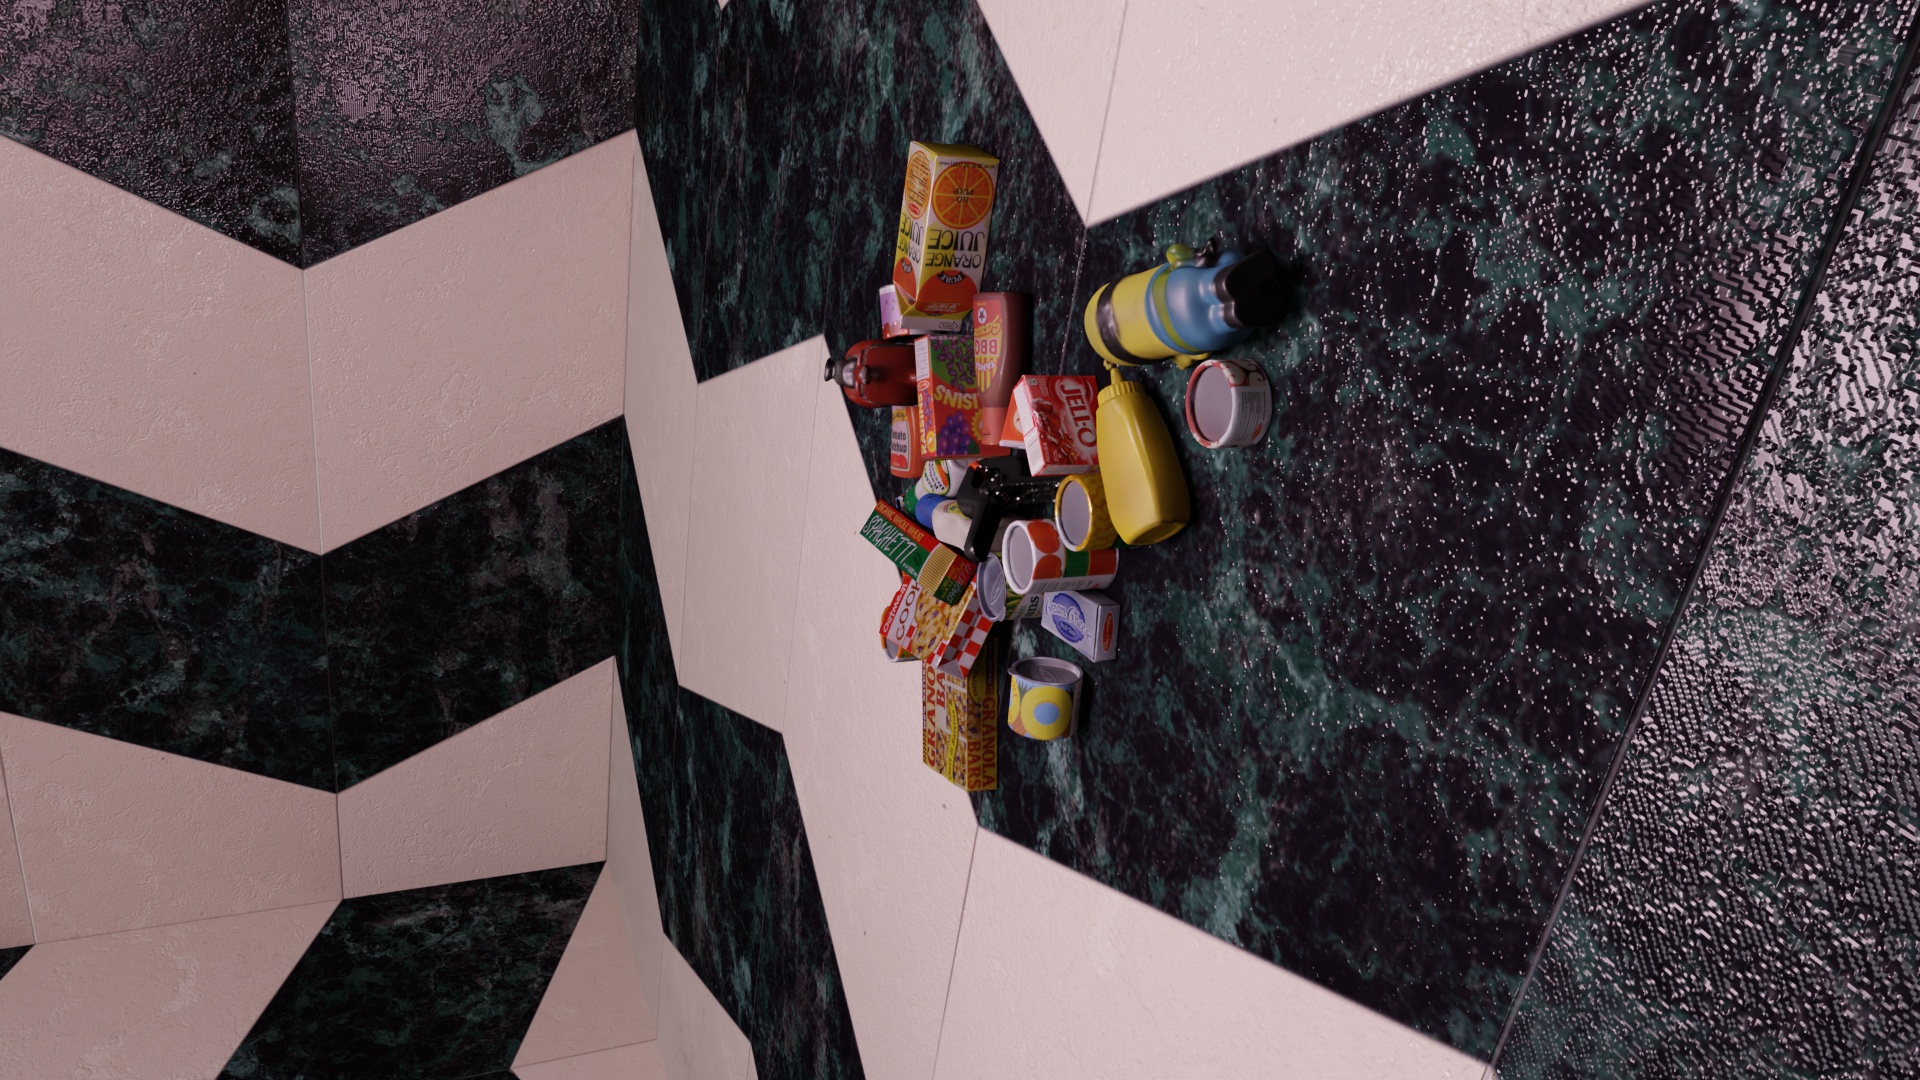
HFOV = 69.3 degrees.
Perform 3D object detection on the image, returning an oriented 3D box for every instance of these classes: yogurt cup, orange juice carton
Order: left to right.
[{"bbox_3d":[-0.019,-0.310,1.441,0.073,0.072,0.191,-131,44,-54],"label":"orange juice carton"},{"bbox_3d":[0.072,-0.109,1.273,0.072,0.072,0.054,-168,84,-65],"label":"yogurt cup"}]

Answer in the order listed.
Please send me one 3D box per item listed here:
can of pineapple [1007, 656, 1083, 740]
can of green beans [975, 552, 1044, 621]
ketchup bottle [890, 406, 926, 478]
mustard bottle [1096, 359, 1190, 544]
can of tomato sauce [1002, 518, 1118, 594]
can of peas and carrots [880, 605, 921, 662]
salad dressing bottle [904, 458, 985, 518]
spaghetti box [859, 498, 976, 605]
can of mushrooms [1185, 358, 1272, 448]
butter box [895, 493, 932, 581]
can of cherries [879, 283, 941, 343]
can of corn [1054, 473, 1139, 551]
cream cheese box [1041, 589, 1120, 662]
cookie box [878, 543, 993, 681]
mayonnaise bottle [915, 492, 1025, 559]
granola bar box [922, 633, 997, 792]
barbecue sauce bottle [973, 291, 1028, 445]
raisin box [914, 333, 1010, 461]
[{"bbox_3d":[0.077,0.145,1.285,0.071,0.071,0.057,-144,55,-60],"label":"can of pineapple"},{"bbox_3d":[0.054,0.043,1.336,0.071,0.058,0.071,178,89,-66],"label":"can of green beans"},{"bbox_3d":[-0.053,-0.147,1.574,0.065,0.043,0.148,18,109,61],"label":"ketchup bottle"},{"bbox_3d":[0.142,-0.078,1.133,0.065,0.049,0.160,-35,60,50],"label":"mustard bottle"},{"bbox_3d":[0.087,0.011,1.227,0.071,0.083,0.071,177,89,-66],"label":"can of tomato sauce"},{"bbox_3d":[-0.054,0.103,1.587,0.071,0.059,0.071,178,89,-66],"label":"can of peas and carrots"},{"bbox_3d":[-0.021,-0.065,1.509,0.147,0.044,0.064,-43,61,60],"label":"salad dressing bottle"},{"bbox_3d":[-0.051,0.009,1.497,0.050,0.028,0.250,-58,26,2],"label":"spaghetti box"},{"bbox_3d":[0.197,-0.102,1.029,0.071,0.033,0.071,177,89,-66],"label":"can of mushrooms"},{"bbox_3d":[-0.052,-0.004,1.611,0.053,0.024,0.103,163,102,-65],"label":"butter box"},{"bbox_3d":[-0.056,-0.251,1.538,0.071,0.071,0.058,176,89,-66],"label":"can of cherries"},{"bbox_3d":[0.121,-0.027,1.178,0.071,0.058,0.071,177,89,-66],"label":"can of corn"},{"bbox_3d":[0.108,0.068,1.261,0.104,0.024,0.053,-147,58,-61],"label":"cream cheese box"},{"bbox_3d":[-0.018,0.066,1.463,0.123,0.040,0.167,-64,26,-2],"label":"cookie box"},{"bbox_3d":[0.005,-0.018,1.413,0.148,0.065,0.041,22,123,55],"label":"mayonnaise bottle"},{"bbox_3d":[-0.003,0.176,1.505,0.124,0.039,0.165,-166,74,-65],"label":"granola bar box"},{"bbox_3d":[0.039,-0.168,1.362,0.065,0.044,0.148,12,104,58],"label":"barbecue sauce bottle"},{"bbox_3d":[0.002,-0.144,1.398,0.040,0.086,0.123,-6,87,64],"label":"raisin box"}]
